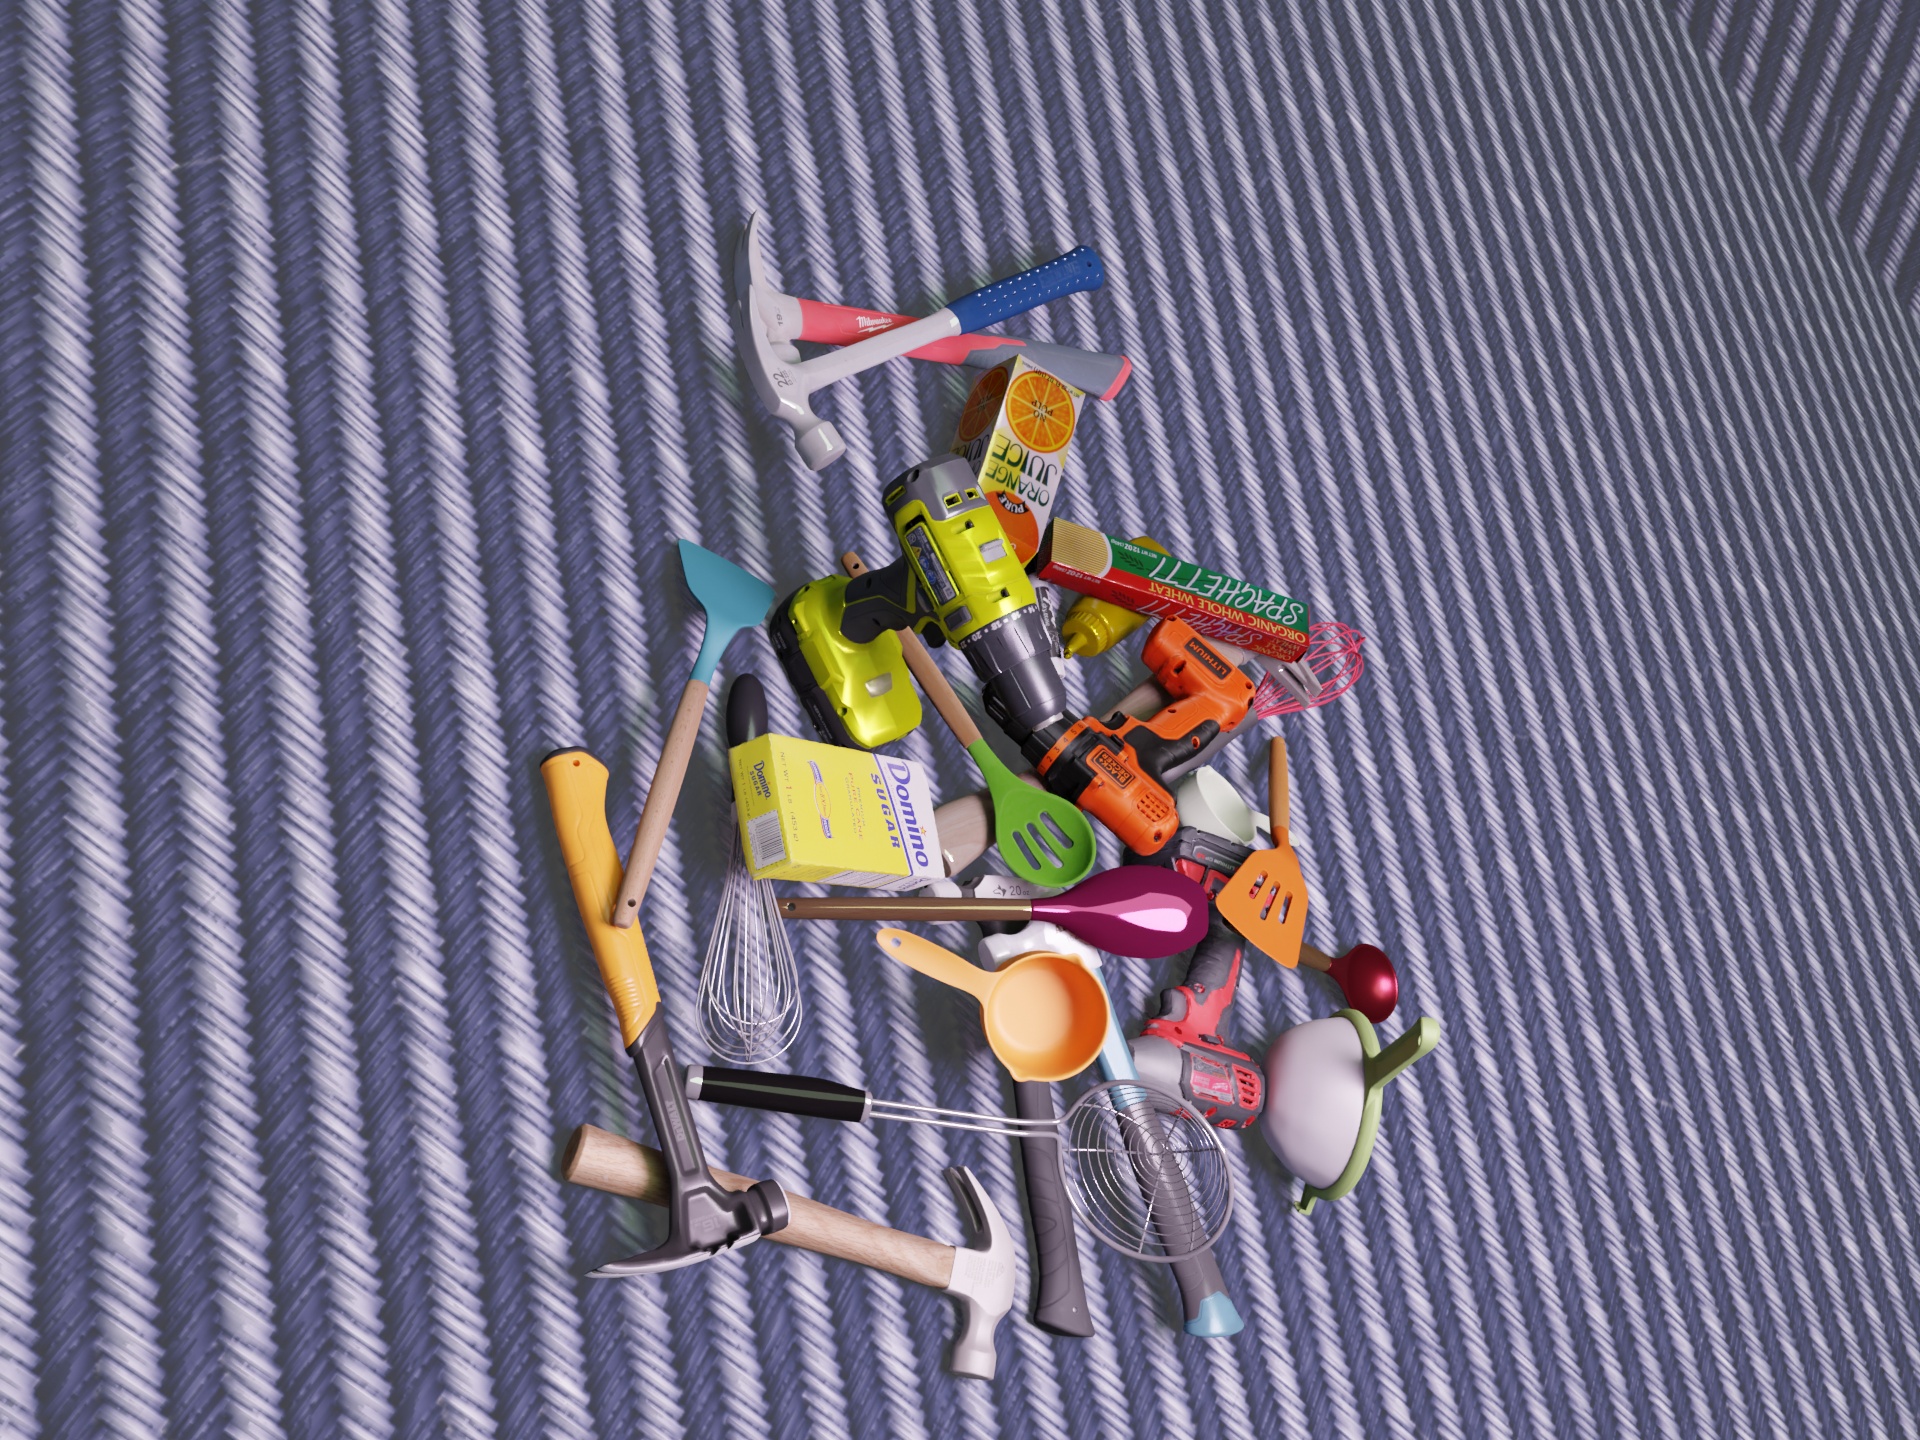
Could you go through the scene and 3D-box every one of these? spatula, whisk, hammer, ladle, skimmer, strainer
[{"bbox_3d":[0.256,0.088,1.311,0.081,0.041,0.323,40,24,-7],"label":"spatula"},{"bbox_3d":[-0.148,0.095,1.092,0.070,0.070,0.285,12,60,-31],"label":"whisk"},{"bbox_3d":[0.269,-0.014,1.424,0.296,0.073,0.073,-31,91,-33],"label":"whisk"},{"bbox_3d":[0.058,0.280,1.173,0.146,0.035,0.335,2,71,-34],"label":"hammer"},{"bbox_3d":[0.289,0.196,1.309,0.315,0.031,0.069,28,61,-50],"label":"ladle"},{"bbox_3d":[-0.214,0.173,1.001,0.127,0.034,0.337,-7,69,-37],"label":"hammer"},{"bbox_3d":[-0.001,0.278,1.047,0.363,0.090,0.127,11,108,-13],"label":"skimmer"},{"bbox_3d":[0.130,0.017,1.297,0.410,0.038,0.146,-34,74,-34],"label":"hammer"},{"bbox_3d":[0.128,0.293,1.163,0.128,0.033,0.331,-20,86,-21],"label":"hammer"},{"bbox_3d":[-0.190,0.002,1.087,0.082,0.044,0.318,29,53,-24],"label":"spatula"},{"bbox_3d":[-0.103,0.327,1.044,0.331,0.031,0.130,26,59,-24],"label":"hammer"},{"bbox_3d":[-0.013,-0.338,1.368,0.386,0.038,0.143,0,70,-35],"label":"hammer"},{"bbox_3d":[0.282,0.273,1.215,0.069,0.256,0.152,11,59,-5],"label":"strainer"},{"bbox_3d":[-0.018,-0.333,1.314,0.405,0.035,0.144,-33,90,-40],"label":"hammer"}]

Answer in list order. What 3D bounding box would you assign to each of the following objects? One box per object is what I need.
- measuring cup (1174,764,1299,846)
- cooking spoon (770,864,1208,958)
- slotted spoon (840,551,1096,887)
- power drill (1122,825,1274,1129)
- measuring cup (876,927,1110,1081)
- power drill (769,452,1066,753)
[{"bbox_3d":[0.240,0.093,1.377,0.167,0.038,0.083,24,36,-46],"label":"measuring cup"},{"bbox_3d":[0.025,0.136,1.138,0.319,0.017,0.069,1,75,-9],"label":"cooking spoon"},{"bbox_3d":[-0.002,-0.004,1.212,0.070,0.031,0.314,-31,77,-14],"label":"slotted spoon"},{"bbox_3d":[0.179,0.204,1.265,0.143,0.078,0.220,21,64,-28],"label":"power drill"},{"bbox_3d":[0.019,0.185,1.108,0.173,0.052,0.095,27,84,-2],"label":"measuring cup"},{"bbox_3d":[-0.028,-0.057,1.121,0.080,0.228,0.190,-25,87,-39],"label":"power drill"}]
